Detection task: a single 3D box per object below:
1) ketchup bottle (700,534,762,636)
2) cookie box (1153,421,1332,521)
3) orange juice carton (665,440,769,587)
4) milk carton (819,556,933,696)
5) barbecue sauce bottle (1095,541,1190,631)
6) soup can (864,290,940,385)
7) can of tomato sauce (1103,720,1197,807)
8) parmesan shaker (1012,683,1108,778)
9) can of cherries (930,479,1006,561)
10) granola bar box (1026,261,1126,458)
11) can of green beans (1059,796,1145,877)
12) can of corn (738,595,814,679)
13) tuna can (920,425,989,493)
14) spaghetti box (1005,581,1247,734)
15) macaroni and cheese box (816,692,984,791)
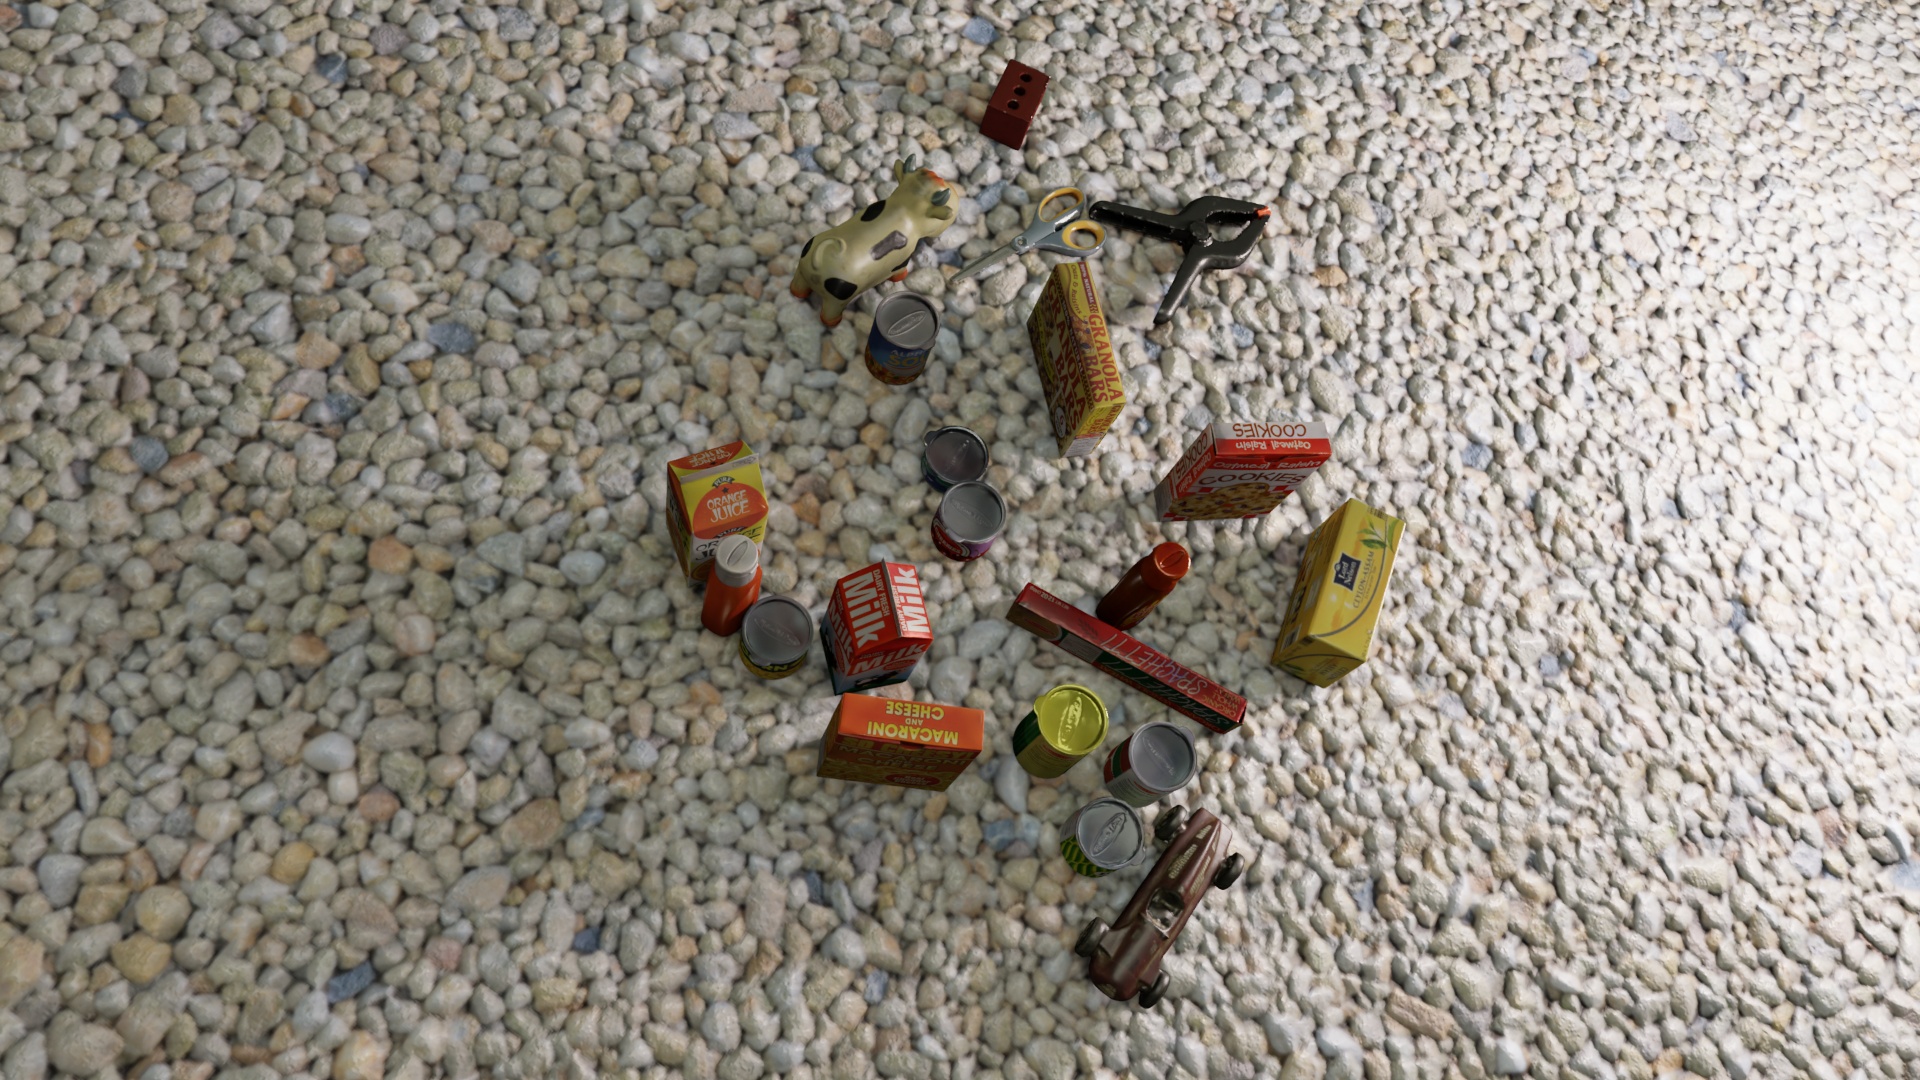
[{"bbox_3d":[-0.206,0.038,1.262,0.043,0.148,0.065,33,66,2],"label":"ketchup bottle"},{"bbox_3d":[0.282,-0.067,1.403,0.123,0.166,0.040,-2,69,-13],"label":"cookie box"},{"bbox_3d":[-0.223,-0.029,1.262,0.072,0.192,0.073,-18,74,-18],"label":"orange juice carton"},{"bbox_3d":[-0.076,0.078,1.252,0.073,0.189,0.072,-10,71,-16],"label":"milk carton"},{"bbox_3d":[0.180,0.043,1.346,0.065,0.148,0.044,-30,78,-21],"label":"barbecue sauce bottle"},{"bbox_3d":[-0.059,-0.205,1.429,0.071,0.083,0.071,4,68,-11],"label":"soup can"},{"bbox_3d":[0.179,0.211,1.313,0.071,0.082,0.071,4,68,-11],"label":"can of tomato sauce"},{"bbox_3d":[0.089,0.178,1.296,0.071,0.102,0.071,4,68,-11],"label":"parmesan shaker"},{"bbox_3d":[0.005,-0.017,1.381,0.071,0.058,0.072,4,68,-11],"label":"can of cherries"},{"bbox_3d":[0.119,-0.186,1.439,0.039,0.123,0.166,-7,70,-15],"label":"granola bar box"},{"bbox_3d":[0.131,0.276,1.290,0.071,0.057,0.071,4,68,-11],"label":"can of green beans"},{"bbox_3d":[-0.174,0.094,1.296,0.071,0.058,0.071,4,68,-11],"label":"can of corn"},{"bbox_3d":[-0.008,-0.083,1.419,0.071,0.032,0.071,4,68,-11],"label":"tuna can"},{"bbox_3d":[0.163,0.117,1.366,0.250,0.050,0.029,28,66,0],"label":"spaghetti box"},{"bbox_3d":[-0.056,0.182,1.227,0.124,0.165,0.040,8,67,-9],"label":"macaroni and cheese box"}]
